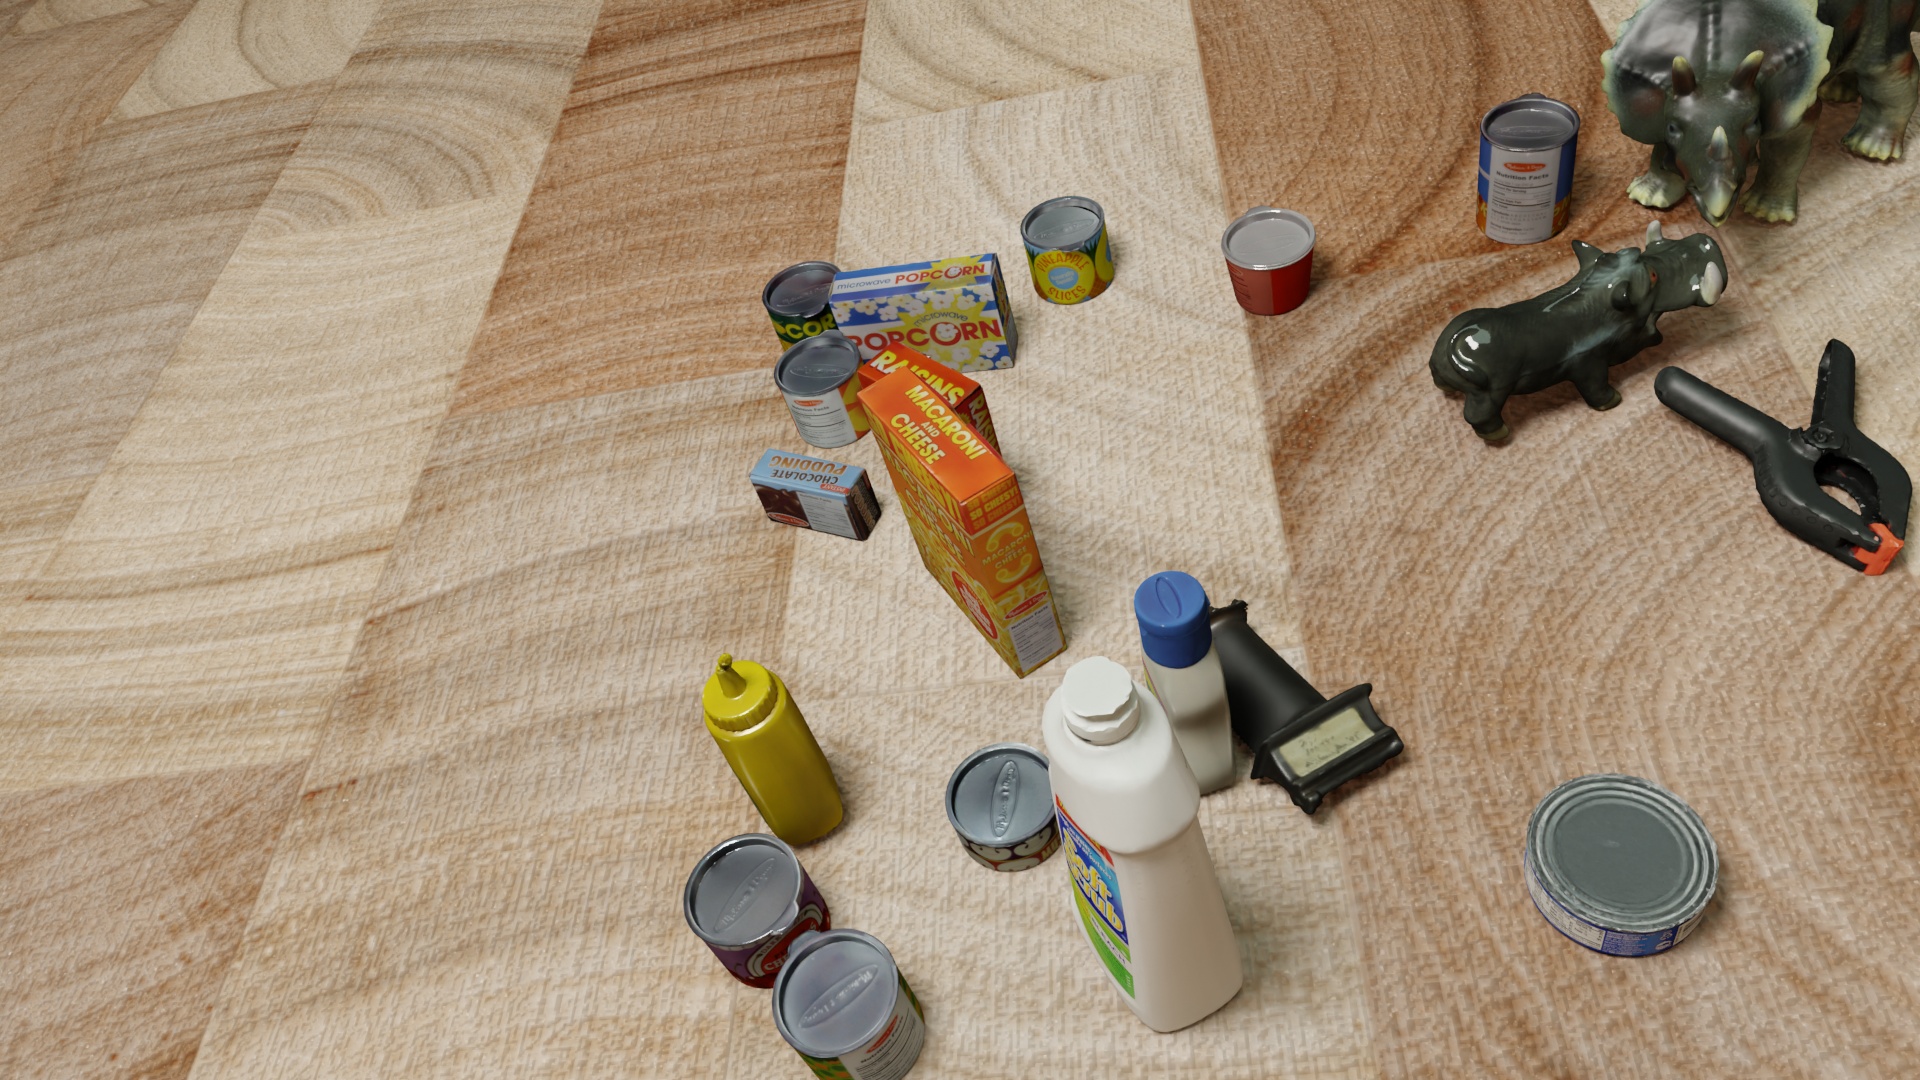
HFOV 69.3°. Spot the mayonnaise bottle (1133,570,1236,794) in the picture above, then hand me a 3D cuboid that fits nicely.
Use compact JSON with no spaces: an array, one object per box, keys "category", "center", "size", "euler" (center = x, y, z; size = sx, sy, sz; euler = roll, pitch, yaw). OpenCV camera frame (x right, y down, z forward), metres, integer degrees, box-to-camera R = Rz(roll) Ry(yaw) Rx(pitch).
[{"category":"mayonnaise bottle","center":[0.120,0.075,0.748],"size":[0.041,0.147,0.065],"euler":[-19,47,0]}]

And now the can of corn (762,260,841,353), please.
[{"category":"can of corn","center":[-0.117,-0.178,1.106],"size":[0.071,0.058,0.071],"euler":[-8,48,10]}]

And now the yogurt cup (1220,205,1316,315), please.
[{"category":"yogurt cup","center":[0.229,-0.204,1.029],"size":[0.072,0.053,0.073],"euler":[-8,48,9]}]

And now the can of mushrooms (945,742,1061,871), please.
[{"category":"can of mushrooms","center":[0.029,0.151,0.786],"size":[0.071,0.033,0.071],"euler":[-8,48,9]}]

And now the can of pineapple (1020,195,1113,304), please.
[{"category":"can of pineapple","center":[0.084,-0.226,1.089],"size":[0.071,0.057,0.071],"euler":[-8,48,10]}]

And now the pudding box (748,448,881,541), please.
[{"category":"pudding box","center":[-0.102,-0.033,0.978],"size":[0.084,0.049,0.030],"euler":[12,54,26]}]

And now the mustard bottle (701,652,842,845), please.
[{"category":"mustard bottle","center":[-0.110,0.110,0.778],"size":[0.049,0.159,0.065],"euler":[-27,47,-7]}]

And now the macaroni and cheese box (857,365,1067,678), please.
[{"category":"macaroni and cheese box","center":[0.003,-0.011,0.847],"size":[0.040,0.165,0.124],"euler":[-32,48,-12]}]

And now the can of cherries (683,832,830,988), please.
[{"category":"can of cherries","center":[-0.109,0.205,0.762],"size":[0.071,0.058,0.072],"euler":[-8,48,10]}]

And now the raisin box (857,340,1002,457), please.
[{"category":"raisin box","center":[-0.014,-0.065,0.930],"size":[0.040,0.122,0.086],"euler":[-42,51,-20]}]

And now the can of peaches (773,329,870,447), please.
[{"category":"can of peaches","center":[-0.099,-0.113,1.043],"size":[0.071,0.057,0.071],"euler":[-8,48,10]}]

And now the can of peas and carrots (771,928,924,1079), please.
[{"category":"can of peas and carrots","center":[-0.058,0.241,0.714],"size":[0.071,0.058,0.071],"euler":[-8,48,10]}]

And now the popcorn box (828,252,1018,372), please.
[{"category":"popcorn box","center":[-0.027,-0.167,1.051],"size":[0.127,0.084,0.038],"euler":[-5,49,13]}]

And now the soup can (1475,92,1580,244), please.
[{"category":"soup can","center":[0.412,-0.270,1.012],"size":[0.071,0.083,0.072],"euler":[-9,48,10]}]
